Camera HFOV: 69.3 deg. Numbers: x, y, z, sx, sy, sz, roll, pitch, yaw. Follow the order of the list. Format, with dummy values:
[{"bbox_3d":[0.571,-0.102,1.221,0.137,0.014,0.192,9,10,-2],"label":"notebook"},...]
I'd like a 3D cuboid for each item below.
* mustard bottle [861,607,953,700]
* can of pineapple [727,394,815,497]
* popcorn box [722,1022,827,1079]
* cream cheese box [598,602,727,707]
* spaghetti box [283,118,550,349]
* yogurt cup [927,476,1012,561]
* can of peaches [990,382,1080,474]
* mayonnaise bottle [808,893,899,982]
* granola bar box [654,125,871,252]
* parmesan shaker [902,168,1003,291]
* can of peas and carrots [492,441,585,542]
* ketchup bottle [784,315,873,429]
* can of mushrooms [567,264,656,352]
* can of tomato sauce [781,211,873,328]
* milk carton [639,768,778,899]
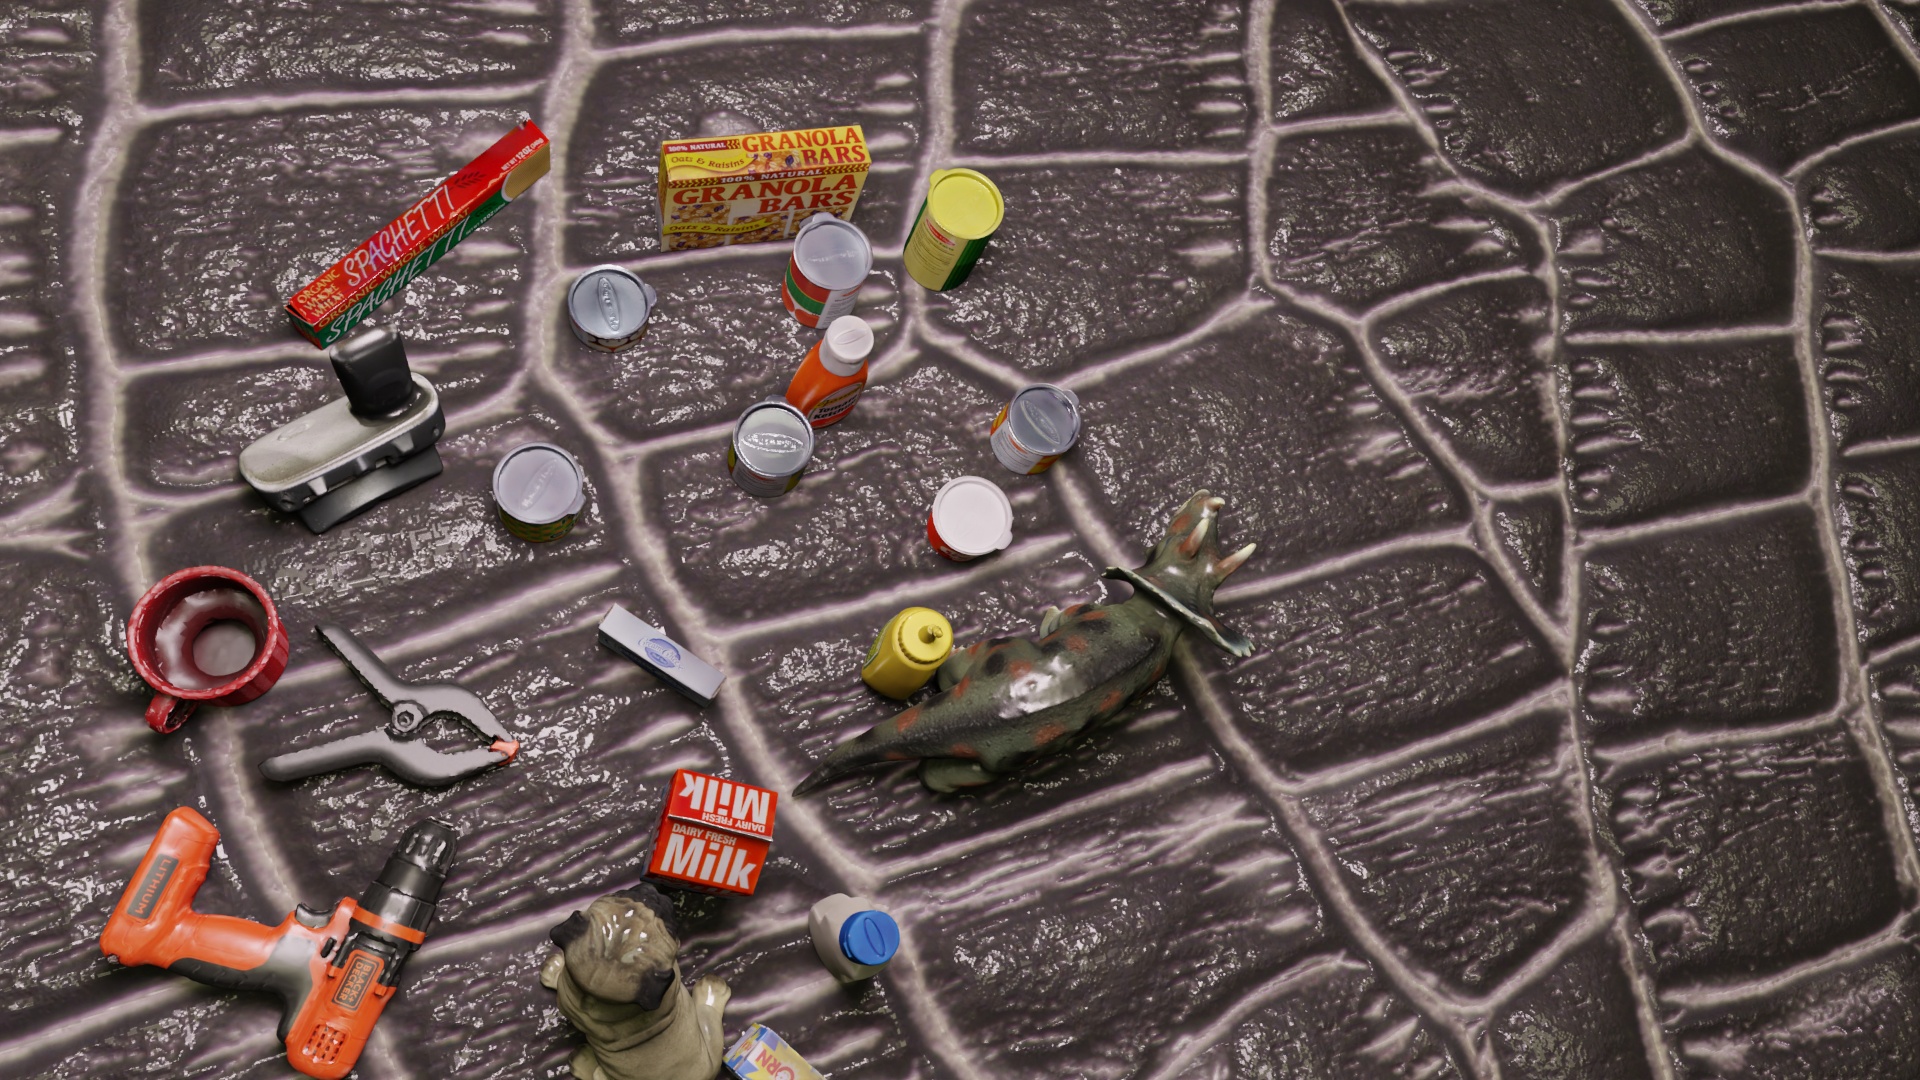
[{"bbox_3d":[-0.037,0.081,1.072,0.049,0.159,0.065,29,69,-6],"label":"mustard bottle"},{"bbox_3d":[-0.155,-0.076,1.141,0.071,0.057,0.071,4,73,-14],"label":"can of pineapple"},{"bbox_3d":[-0.110,0.404,0.997,0.127,0.085,0.038,42,68,0],"label":"popcorn box"},{"bbox_3d":[-0.231,0.090,1.073,0.104,0.053,0.024,34,69,-4],"label":"cream cheese box"},{"bbox_3d":[-0.431,-0.248,1.120,0.028,0.050,0.251,43,68,0],"label":"spaghetti box"},{"bbox_3d":[0.004,-0.015,1.169,0.072,0.053,0.072,4,73,-14],"label":"yogurt cup"},{"bbox_3d":[0.066,-0.097,1.208,0.071,0.058,0.071,4,73,-14],"label":"can of peaches"},{"bbox_3d":[-0.076,0.288,1.007,0.041,0.147,0.065,-22,81,-20],"label":"mayonnaise bottle"},{"bbox_3d":[-0.169,-0.295,1.166,0.166,0.124,0.039,-10,78,-18],"label":"granola bar box"},{"bbox_3d":[-0.010,-0.272,1.214,0.071,0.102,0.071,4,73,-14],"label":"parmesan shaker"},{"bbox_3d":[-0.326,-0.036,1.081,0.071,0.058,0.071,4,73,-14],"label":"can of peas and carrots"},{"bbox_3d":[-0.103,-0.136,1.124,0.065,0.148,0.043,-25,82,-20],"label":"ketchup bottle"},{"bbox_3d":[-0.288,-0.192,1.151,0.071,0.033,0.071,4,73,-14],"label":"can of mushrooms"},{"bbox_3d":[-0.116,-0.228,1.183,0.071,0.083,0.071,4,73,-14],"label":"can of tomato sauce"},{"bbox_3d":[-0.178,0.209,0.979,0.072,0.190,0.073,16,71,-11],"label":"milk carton"}]
